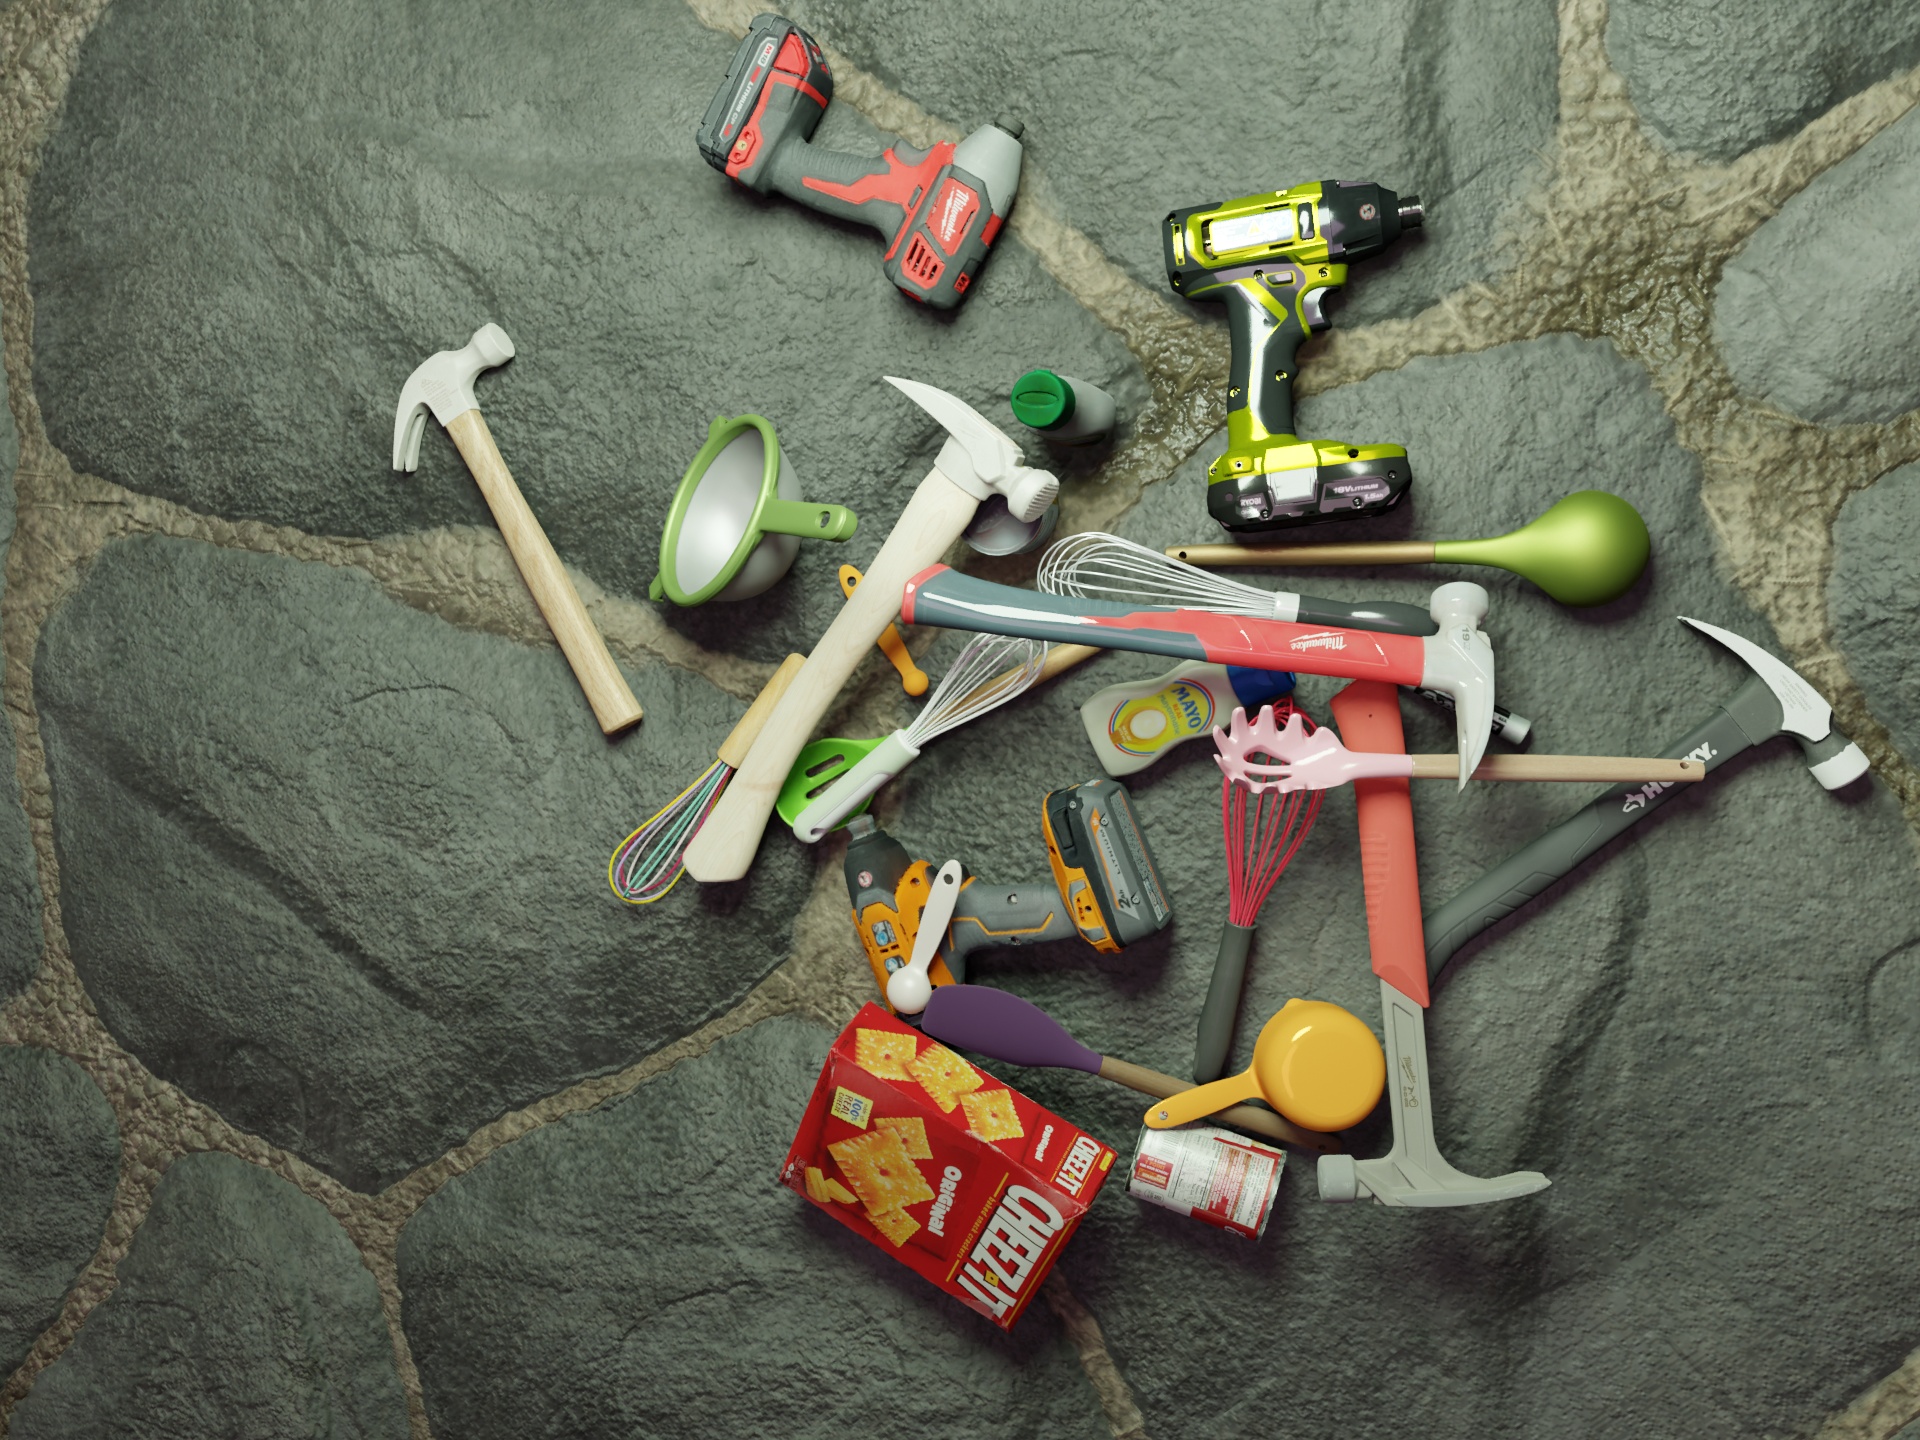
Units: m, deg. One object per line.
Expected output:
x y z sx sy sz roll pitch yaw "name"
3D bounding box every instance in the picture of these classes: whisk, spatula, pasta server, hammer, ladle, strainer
0.194 -0.082 1.109 0.284 0.070 0.070 9 98 6 "whisk"
0.126 0.255 1.148 0.316 0.018 0.059 20 116 -1 "spatula"
0.204 0.125 1.130 0.073 0.073 0.295 14 104 13 "whisk"
0.323 0.027 1.039 0.316 0.040 0.060 1 60 5 "pasta server"
0.151 -0.043 1.044 0.386 0.038 0.143 7 63 4 "hammer"
-0.097 -0.050 1.159 0.146 0.038 0.410 42 110 17 "hammer"
0.304 0.144 1.073 0.149 0.036 0.359 -4 86 6 "hammer"
0.420 0.071 1.077 0.334 0.035 0.146 -39 85 15 "hammer"
-0.196 0.046 1.237 0.047 0.051 0.245 40 101 14 "whisk"
0.301 -0.116 1.094 0.320 0.062 0.078 2 98 22 "ladle"
-0.127 -0.138 1.138 0.256 0.069 0.151 15 84 54 "strainer"
-0.345 -0.139 1.264 0.130 0.031 0.331 -29 88 15 "hammer"
-0.032 0.012 1.160 0.246 0.057 0.059 -40 53 17 "whisk"

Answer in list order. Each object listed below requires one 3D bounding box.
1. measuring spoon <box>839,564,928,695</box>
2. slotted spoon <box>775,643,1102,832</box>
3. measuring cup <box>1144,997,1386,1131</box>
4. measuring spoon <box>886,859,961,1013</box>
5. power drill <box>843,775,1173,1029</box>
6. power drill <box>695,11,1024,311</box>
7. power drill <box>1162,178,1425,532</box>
-0.060 -0.069 1.199 0.021 0.011 0.117 -34 80 14 "measuring spoon"
-0.002 -0.004 1.188 0.314 0.031 0.070 -28 88 14 "slotted spoon"
0.214 0.257 1.114 0.173 0.052 0.095 -18 88 -4 "measuring cup"
-0.025 0.157 1.140 0.034 0.018 0.124 24 106 18 "measuring spoon"
0.023 0.119 1.166 0.226 0.084 0.164 -22 90 20 "power drill"
-0.065 -0.406 1.142 0.220 0.078 0.143 32 103 7 "power drill"
0.234 -0.247 1.076 0.171 0.080 0.223 -6 91 16 "power drill"
